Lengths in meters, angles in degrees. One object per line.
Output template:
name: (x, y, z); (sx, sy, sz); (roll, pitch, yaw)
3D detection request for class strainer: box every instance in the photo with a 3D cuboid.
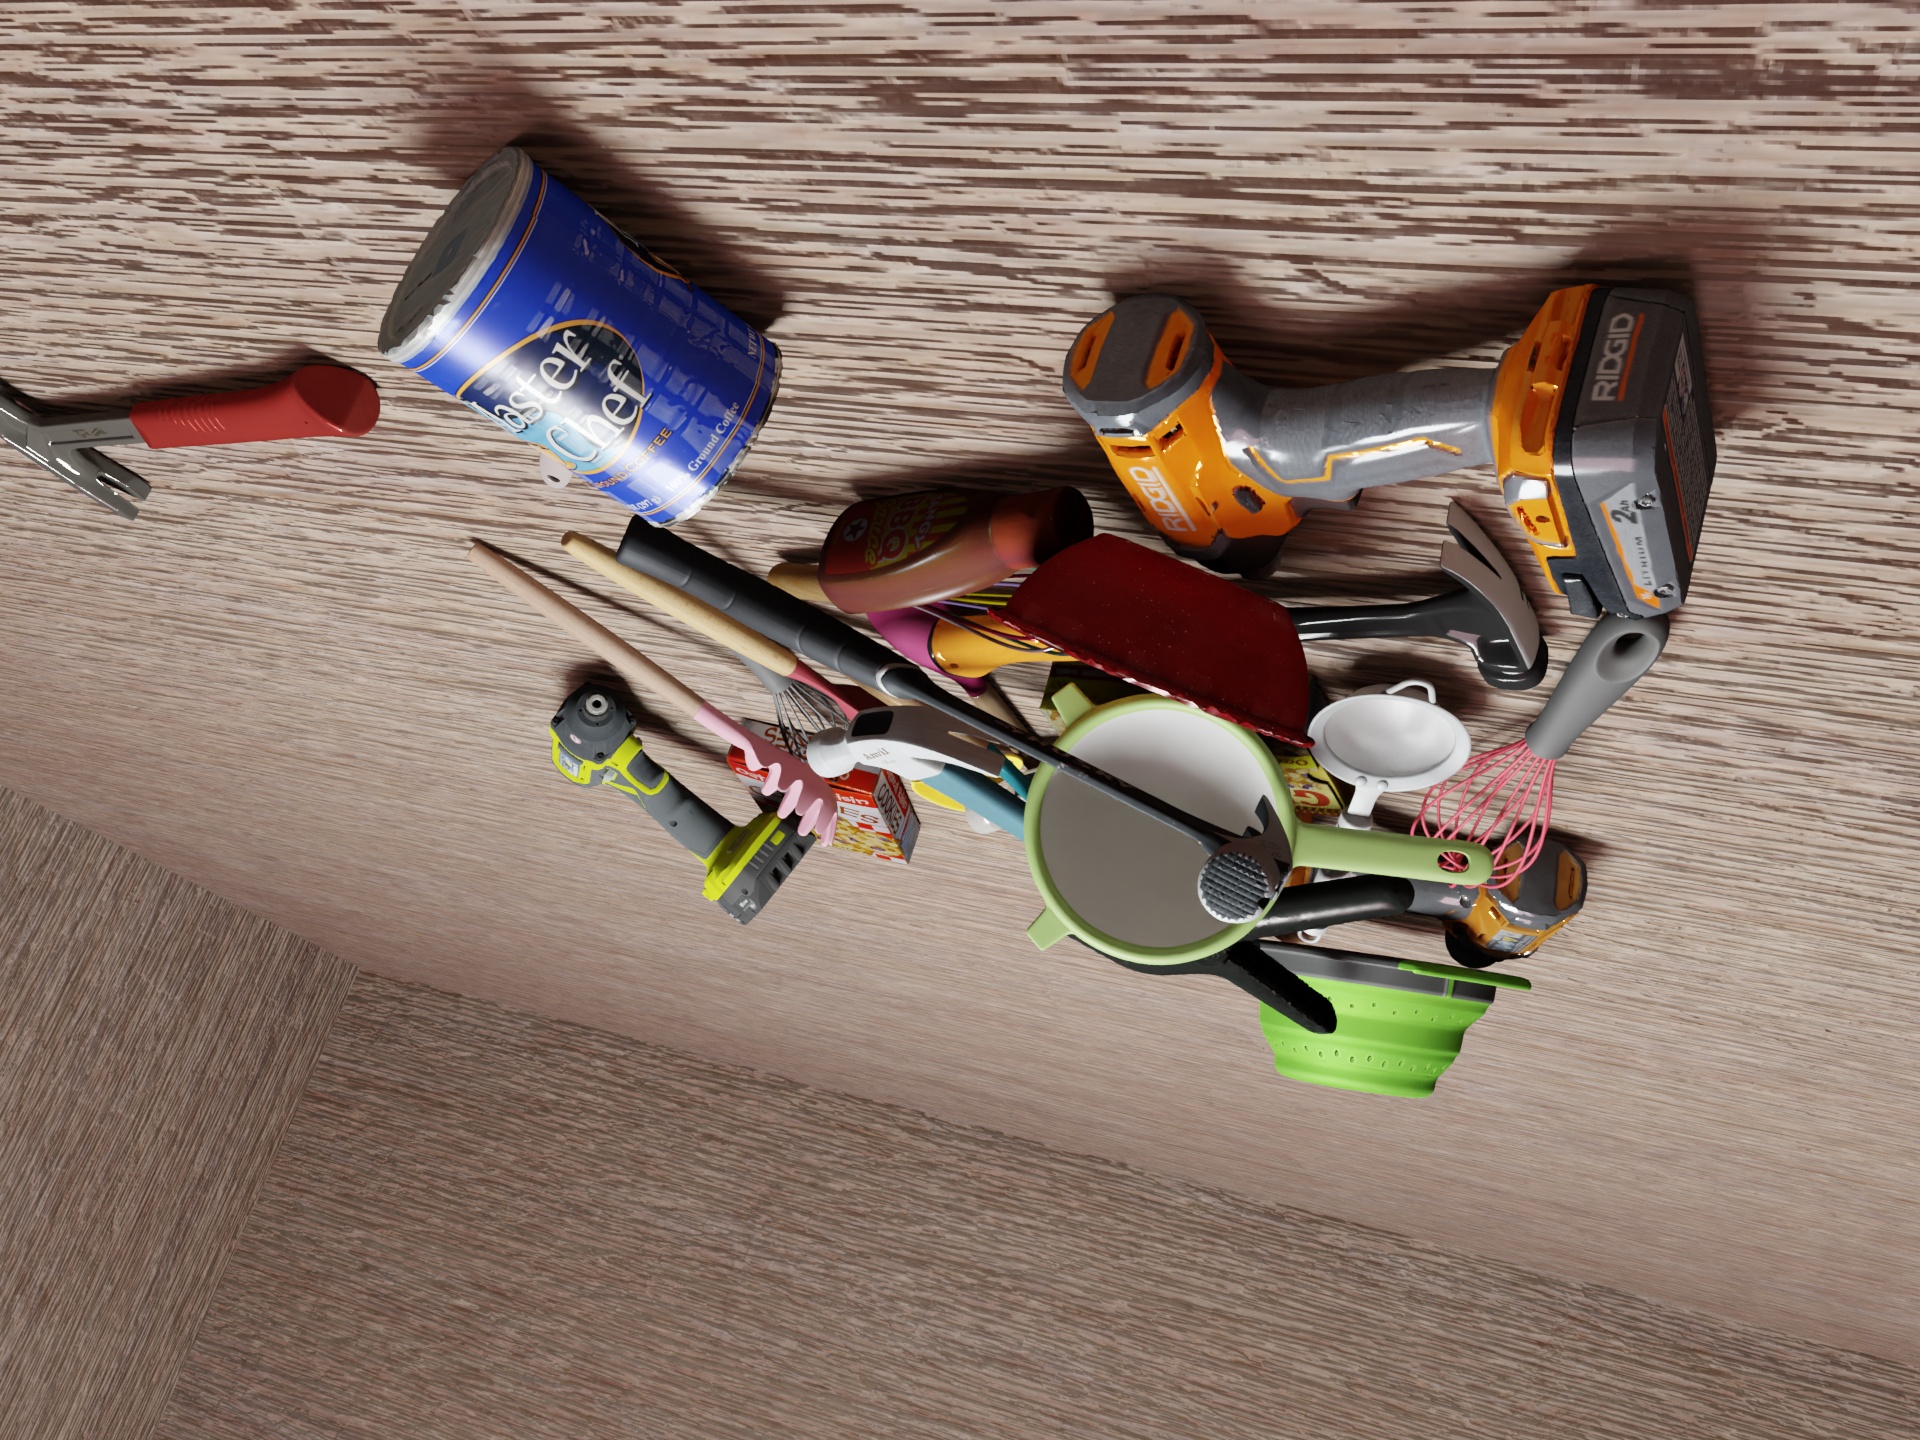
strainer: (0.230, 0.051, 0.923); (0.087, 0.050, 0.258); (13, 137, 5)
strainer: (0.166, 0.066, 0.904); (0.256, 0.151, 0.069); (6, 180, 7)

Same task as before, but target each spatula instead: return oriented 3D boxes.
spatula: (-0.002, -0.003, 1.011); (0.317, 0.044, 0.082); (33, 165, -2)

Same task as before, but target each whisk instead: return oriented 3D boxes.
whisk: (-0.125, -0.026, 1.087); (0.055, 0.055, 0.238); (7, 153, 25)
whisk: (-0.017, -0.070, 0.877); (0.245, 0.047, 0.051); (9, 132, 41)
whisk: (0.308, 0.019, 0.853); (0.073, 0.073, 0.295); (15, 152, 6)

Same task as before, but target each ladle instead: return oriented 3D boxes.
ladle: (-0.123, -0.045, 0.989); (0.315, 0.031, 0.069); (31, -172, -46)

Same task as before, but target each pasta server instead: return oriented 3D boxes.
pasta server: (-0.208, -0.018, 1.098); (0.316, 0.040, 0.060); (36, 165, -12)

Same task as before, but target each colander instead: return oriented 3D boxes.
colander: (0.251, 0.219, 1.205); (0.204, 0.094, 0.397); (12, 172, -22)

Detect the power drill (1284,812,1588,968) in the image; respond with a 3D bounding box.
power drill: (0.285, 0.115, 1.076); (0.226, 0.084, 0.185); (10, 160, 8)

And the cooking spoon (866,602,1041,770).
cooking spoon: (0.020, -0.010, 1.048); (0.069, 0.017, 0.318); (3, 154, 26)

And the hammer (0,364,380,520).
hammer: (-0.483, -0.180, 0.996); (0.359, 0.037, 0.149); (3, 155, 33)

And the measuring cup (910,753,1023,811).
measuring cup: (0.013, 0.034, 1.145); (0.062, 0.029, 0.156); (23, 158, -15)

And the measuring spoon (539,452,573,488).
measuring spoon: (-0.226, -0.151, 0.891); (0.034, 0.018, 0.124); (22, 159, -11)

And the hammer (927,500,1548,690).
hammer: (0.120, -0.051, 0.831); (0.337, 0.034, 0.127); (-2, 153, 35)

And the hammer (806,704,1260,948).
hammer: (0.066, 0.081, 1.004); (0.330, 0.033, 0.128); (33, 151, -28)

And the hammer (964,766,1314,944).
hammer: (0.162, 0.105, 1.174); (0.130, 0.031, 0.331); (-21, 143, 40)

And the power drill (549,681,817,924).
power drill: (-0.230, 0.061, 1.275); (0.223, 0.080, 0.171); (39, 159, -3)

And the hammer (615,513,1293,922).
hammer: (-0.012, -0.015, 0.840); (0.409, 0.036, 0.149); (27, -166, 15)

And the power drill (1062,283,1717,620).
power drill: (0.170, -0.099, 0.634); (0.226, 0.084, 0.164); (8, 158, 33)
